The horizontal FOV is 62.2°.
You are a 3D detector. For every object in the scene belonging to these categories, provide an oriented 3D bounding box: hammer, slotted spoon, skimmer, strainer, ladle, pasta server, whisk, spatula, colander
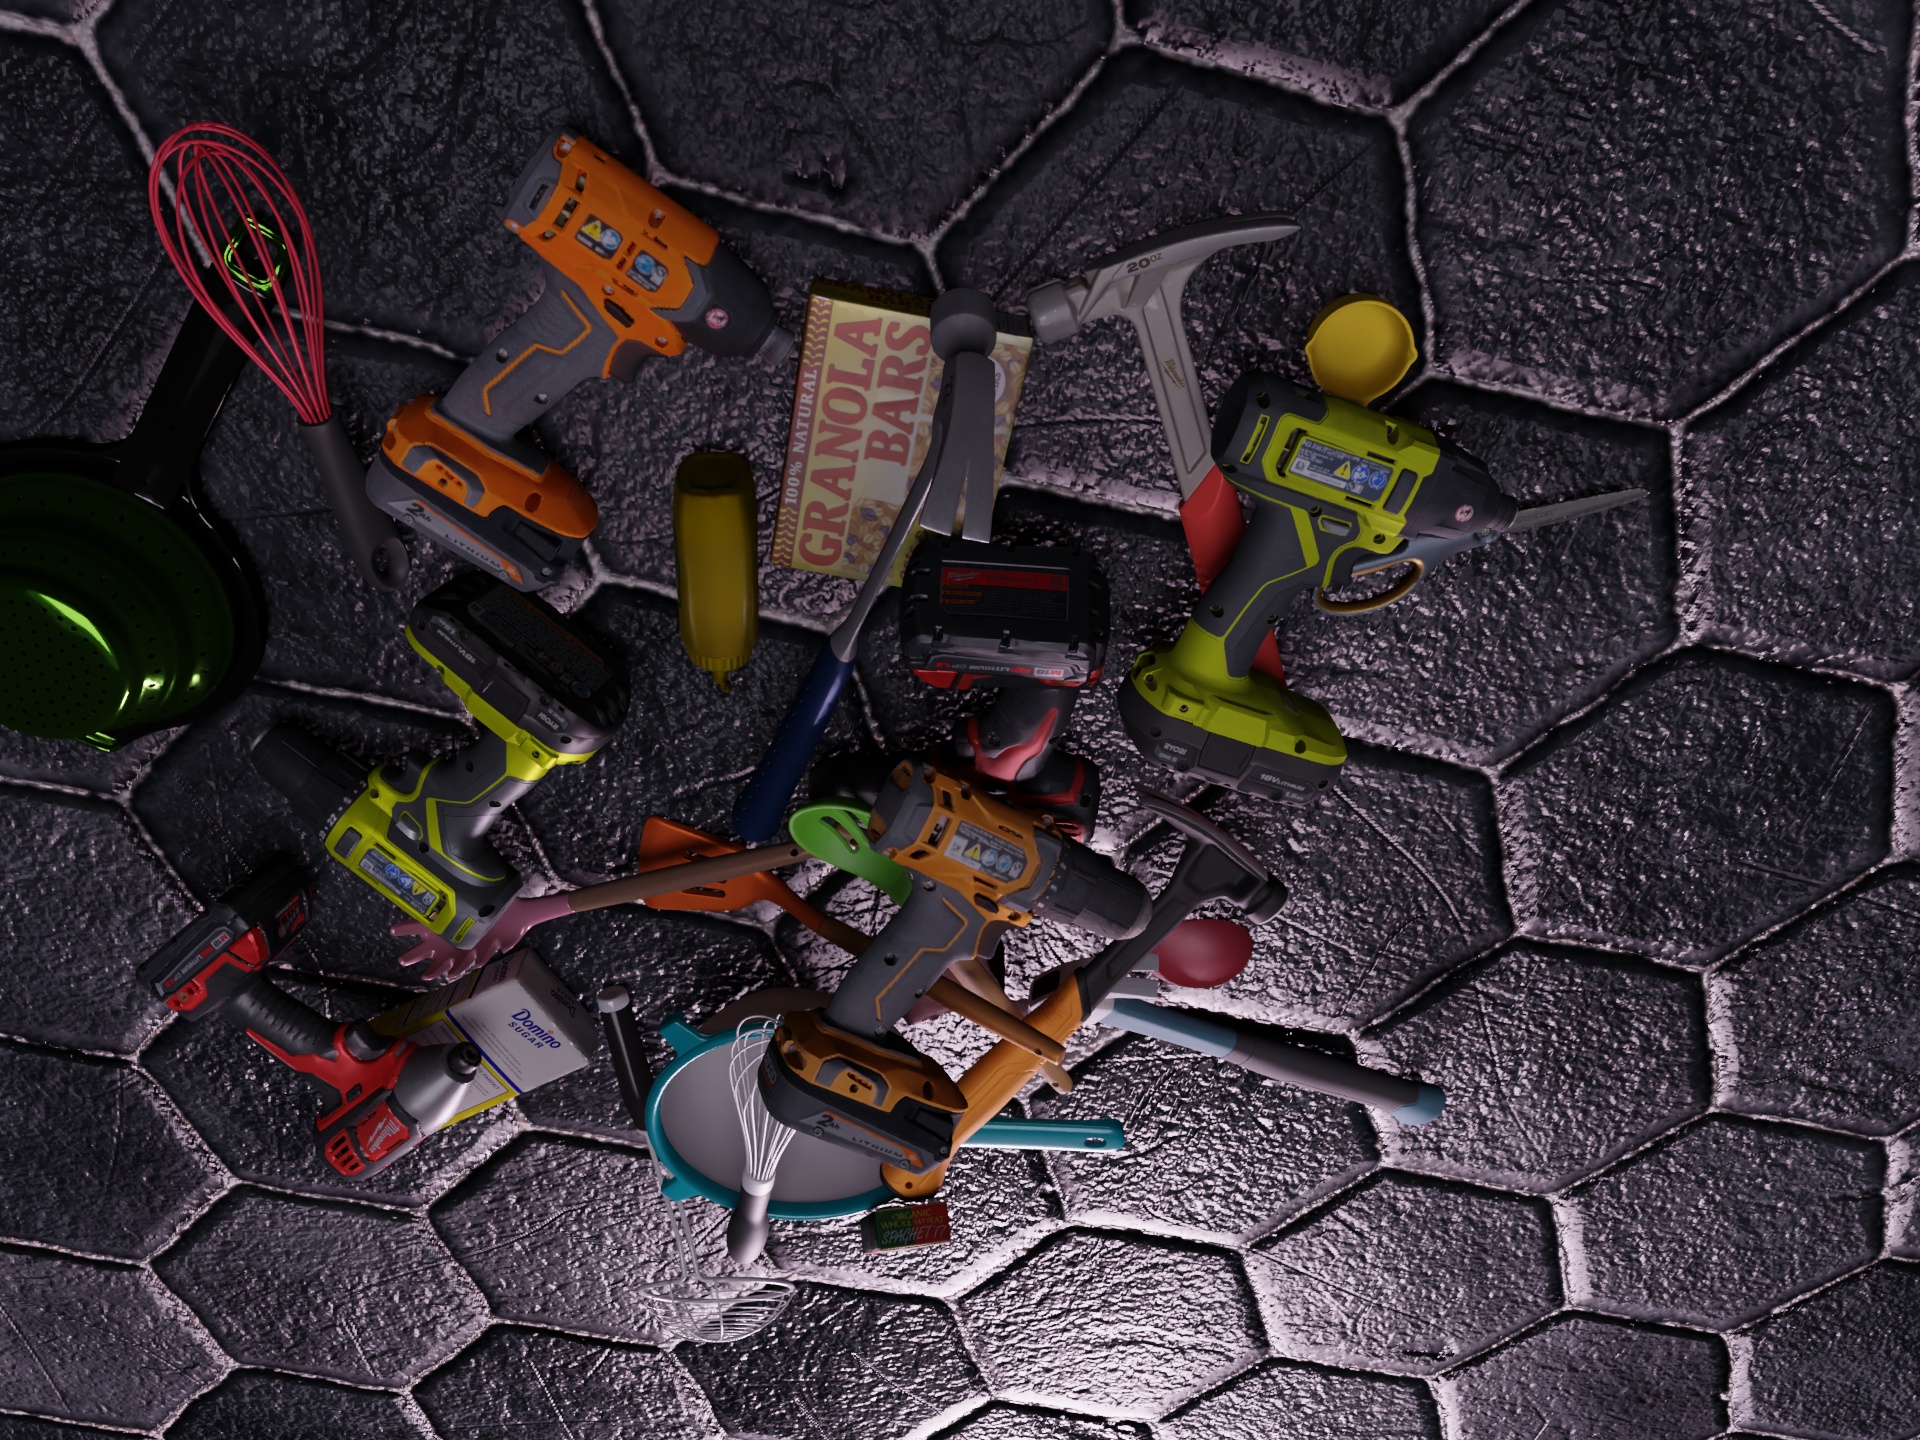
[{"bbox_3d":[0.058,0.194,1.052,0.127,0.034,0.337,38,103,-18],"label":"hammer"},{"bbox_3d":[-0.008,0.152,1.056,0.070,0.031,0.313,-17,125,31],"label":"slotted spoon"},{"bbox_3d":[-0.222,0.350,1.251,0.127,0.090,0.363,-7,113,9],"label":"skimmer"},{"bbox_3d":[0.205,0.239,1.159,0.331,0.033,0.128,19,143,-16],"label":"hammer"},{"bbox_3d":[-0.052,0.265,1.156,0.340,0.095,0.210,4,127,-5],"label":"strainer"},{"bbox_3d":[0.161,-0.112,0.940,0.149,0.037,0.358,-15,121,11],"label":"hammer"},{"bbox_3d":[0.060,0.127,1.104,0.315,0.031,0.069,20,124,-10],"label":"ladle"},{"bbox_3d":[-0.064,-0.045,0.900,0.035,0.144,0.405,13,141,-17],"label":"hammer"},{"bbox_3d":[-0.241,0.119,1.072,0.316,0.040,0.060,-14,93,18],"label":"pasta server"},{"bbox_3d":[-0.356,-0.183,0.866,0.073,0.073,0.295,-3,137,3],"label":"whisk"},{"bbox_3d":[-0.076,0.152,1.057,0.323,0.041,0.081,25,126,21],"label":"spatula"},{"bbox_3d":[-0.134,0.293,1.087,0.070,0.070,0.284,10,131,-6],"label":"whisk"},{"bbox_3d":[-0.485,-0.112,0.911,0.204,0.095,0.397,31,118,-18],"label":"colander"}]

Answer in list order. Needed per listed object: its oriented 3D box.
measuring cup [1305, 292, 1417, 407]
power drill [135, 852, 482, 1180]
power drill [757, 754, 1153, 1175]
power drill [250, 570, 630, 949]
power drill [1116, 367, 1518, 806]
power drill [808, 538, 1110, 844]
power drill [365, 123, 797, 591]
[{"bbox_3d":[0.216,-0.168,0.908,0.062,0.029,0.156,4,124,-1],"label":"measuring cup"},{"bbox_3d":[-0.439,0.208,1.100,0.143,0.079,0.219,-36,102,21],"label":"power drill"},{"bbox_3d":[-0.001,0.155,0.963,0.185,0.084,0.226,26,93,-19],"label":"power drill"},{"bbox_3d":[-0.330,0.018,0.999,0.190,0.080,0.228,40,118,-6],"label":"power drill"},{"bbox_3d":[0.196,-0.069,0.902,0.171,0.080,0.223,17,118,-10],"label":"power drill"},{"bbox_3d":[-0.002,-0.003,0.967,0.188,0.080,0.226,4,141,1],"label":"power drill"},{"bbox_3d":[-0.206,-0.184,0.872,0.164,0.084,0.226,32,114,-19],"label":"power drill"}]
